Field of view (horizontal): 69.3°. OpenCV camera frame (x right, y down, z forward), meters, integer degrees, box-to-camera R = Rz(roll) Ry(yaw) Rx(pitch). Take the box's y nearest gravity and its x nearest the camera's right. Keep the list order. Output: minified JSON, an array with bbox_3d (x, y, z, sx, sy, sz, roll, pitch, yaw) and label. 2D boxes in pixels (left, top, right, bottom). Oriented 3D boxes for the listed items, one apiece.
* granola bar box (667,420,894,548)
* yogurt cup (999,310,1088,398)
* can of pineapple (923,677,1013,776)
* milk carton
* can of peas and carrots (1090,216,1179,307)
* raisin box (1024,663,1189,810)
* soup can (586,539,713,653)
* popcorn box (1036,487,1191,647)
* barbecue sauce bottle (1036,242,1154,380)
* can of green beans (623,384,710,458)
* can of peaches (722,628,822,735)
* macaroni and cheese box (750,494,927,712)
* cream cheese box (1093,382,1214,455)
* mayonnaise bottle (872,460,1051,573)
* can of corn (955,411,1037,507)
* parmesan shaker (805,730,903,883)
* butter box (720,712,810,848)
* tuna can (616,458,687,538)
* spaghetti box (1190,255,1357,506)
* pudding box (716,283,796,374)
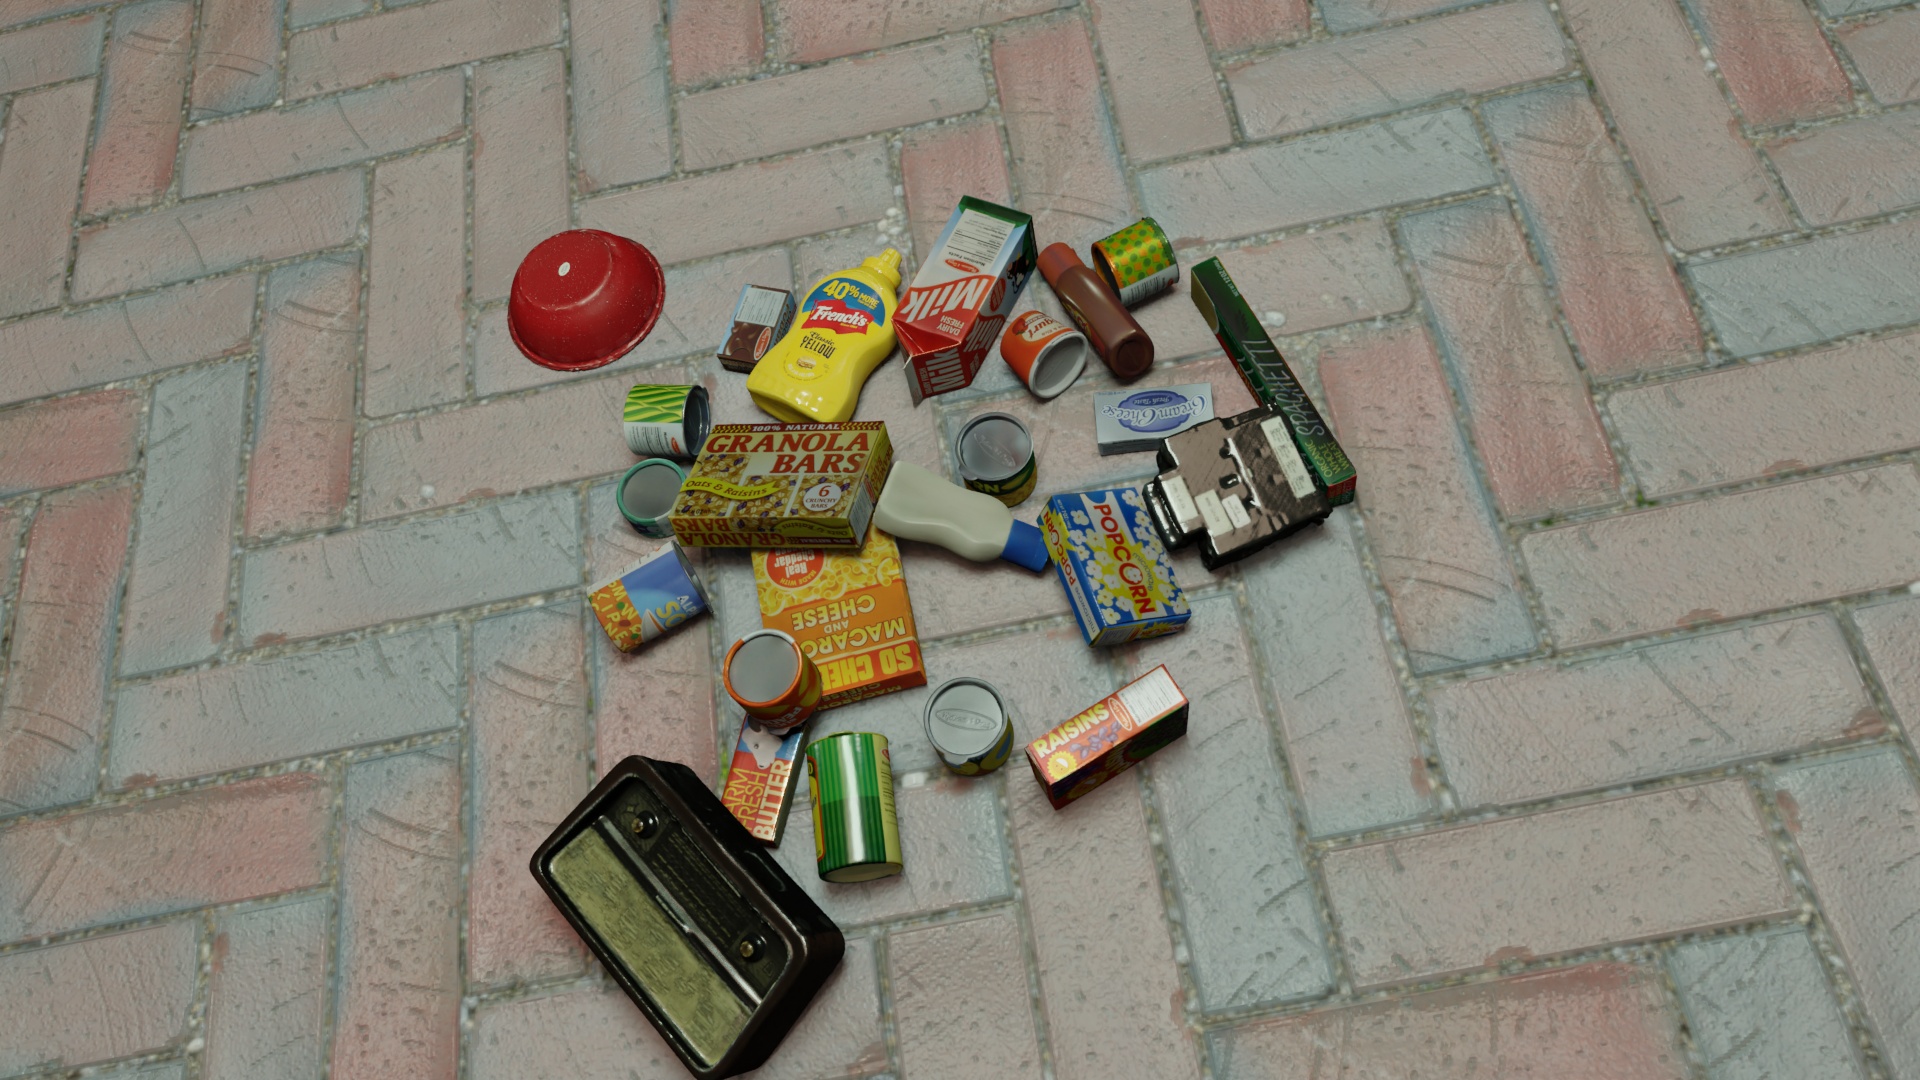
[{"bbox_3d":[-0.153,-0.050,1.196,0.165,0.039,0.125,0,44,17],"label":"granola bar box"},{"bbox_3d":[0.072,-0.169,1.239,0.072,0.072,0.054,-40,58,-11],"label":"yogurt cup"},{"bbox_3d":[0.006,0.150,1.100,0.071,0.057,0.071,-3,65,7],"label":"can of pineapple"},{"bbox_3d":[-0.003,-0.213,1.266,0.073,0.072,0.191,22,69,17],"label":"milk carton"},{"bbox_3d":[0.157,-0.254,1.264,0.059,0.070,0.071,-26,64,-3],"label":"can of peas and carrots"},{"bbox_3d":[0.113,0.152,1.068,0.123,0.086,0.040,-30,66,-6],"label":"raisin box"},{"bbox_3d":[-0.264,0.051,1.184,0.084,0.071,0.071,-30,65,-5],"label":"soup can"},{"bbox_3d":[0.125,0.021,1.136,0.085,0.038,0.127,-6,60,-27],"label":"popcorn box"},{"bbox_3d":[0.119,-0.212,1.255,0.043,0.064,0.149,-35,56,5],"label":"barbecue sauce bottle"},{"bbox_3d":[-0.266,-0.109,1.258,0.058,0.071,0.071,3,66,10],"label":"can of green beans"},{"bbox_3d":[-0.148,0.111,1.096,0.071,0.058,0.071,-4,64,9],"label":"can of peaches"},{"bbox_3d":[-0.104,0.055,1.171,0.124,0.040,0.167,-15,63,2],"label":"macaroni and cheese box"},{"bbox_3d":[0.170,-0.107,1.216,0.104,0.024,0.053,-5,66,6],"label":"cream cheese box"},{"bbox_3d":[0.004,-0.015,1.168,0.148,0.041,0.065,21,52,-2],"label":"mayonnaise bottle"},{"bbox_3d":[0.030,-0.067,1.199,0.071,0.058,0.071,-3,65,7],"label":"can of corn"},{"bbox_3d":[-0.084,0.207,1.079,0.071,0.071,0.103,-11,64,4],"label":"parmesan shaker"},{"bbox_3d":[-0.160,0.193,1.123,0.053,0.024,0.104,8,67,12],"label":"butter box"},{"bbox_3d":[-0.274,-0.039,1.245,0.071,0.032,0.071,-3,65,7],"label":"tuna can"},{"bbox_3d":[0.268,-0.139,1.203,0.029,0.050,0.251,-25,64,-1],"label":"spaghetti box"},{"bbox_3d":[-0.192,-0.198,1.309,0.050,0.030,0.084,11,67,12],"label":"pudding box"}]
